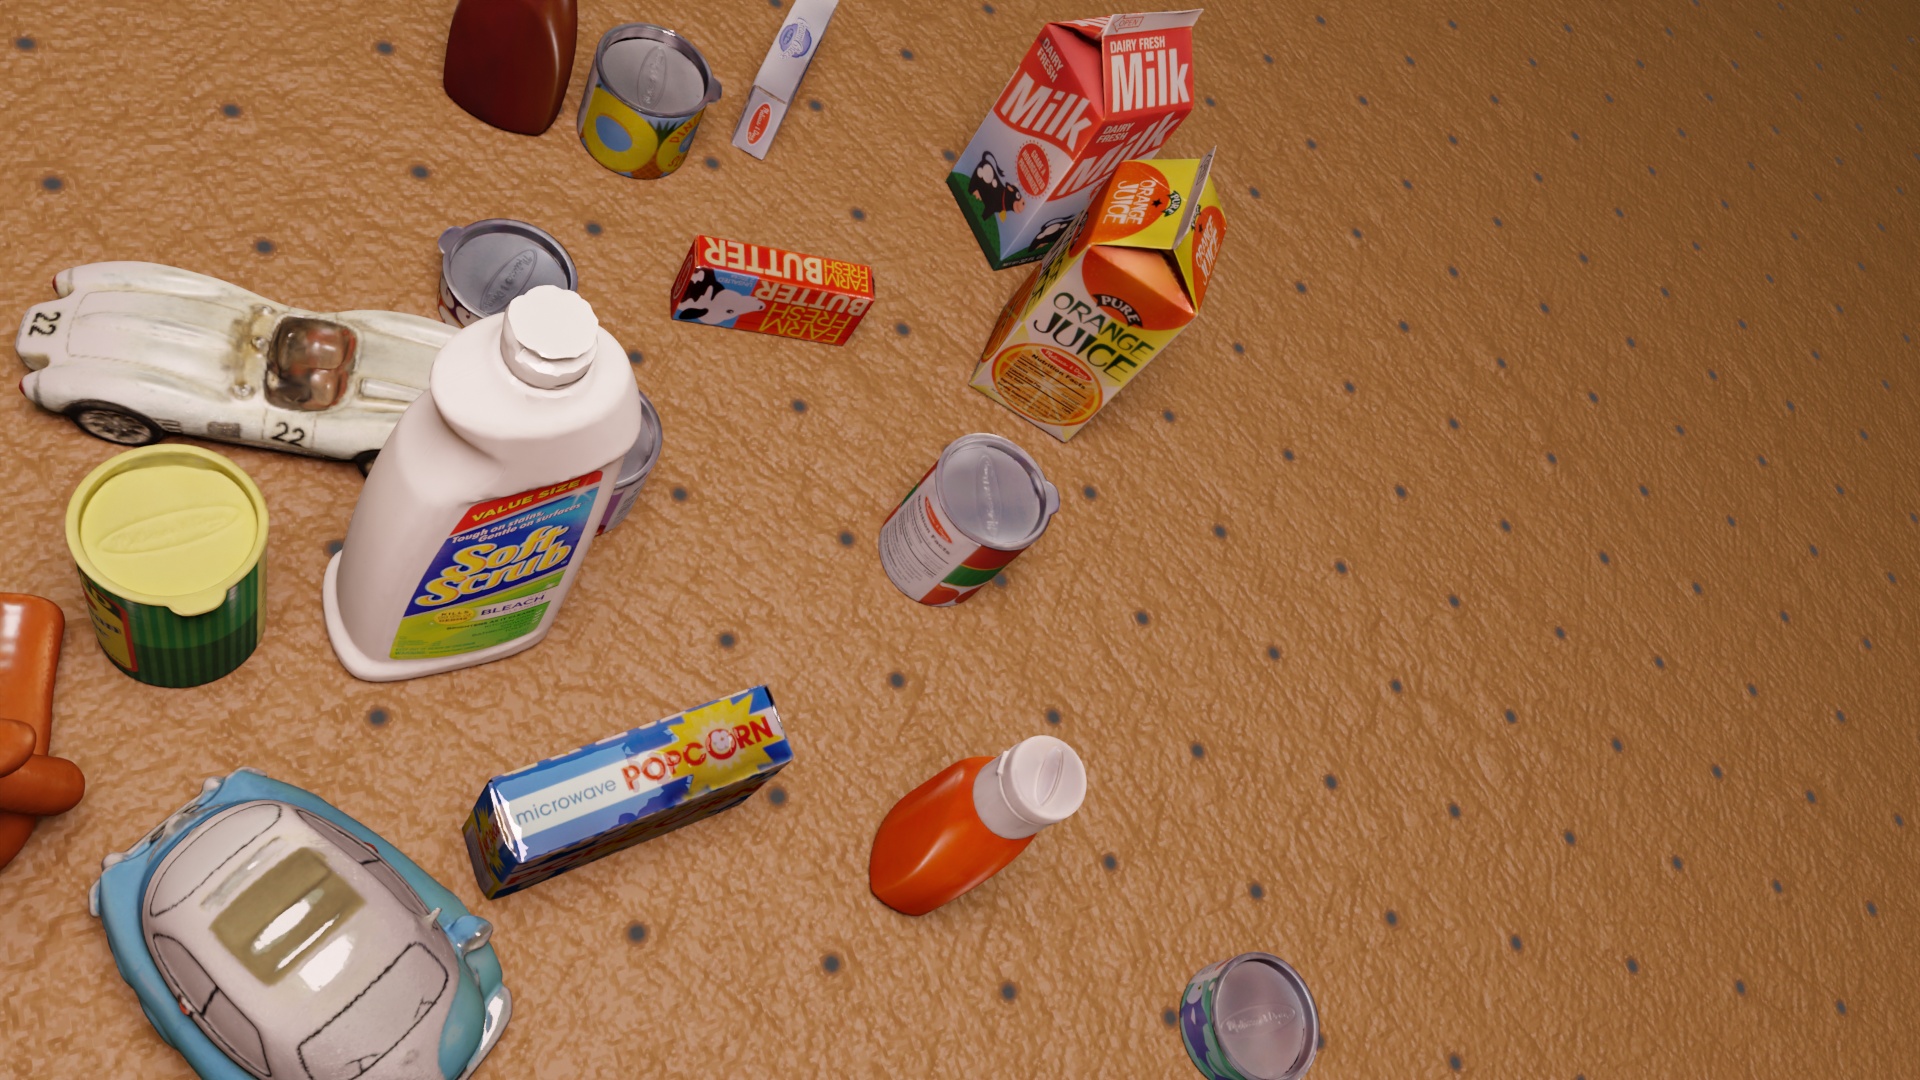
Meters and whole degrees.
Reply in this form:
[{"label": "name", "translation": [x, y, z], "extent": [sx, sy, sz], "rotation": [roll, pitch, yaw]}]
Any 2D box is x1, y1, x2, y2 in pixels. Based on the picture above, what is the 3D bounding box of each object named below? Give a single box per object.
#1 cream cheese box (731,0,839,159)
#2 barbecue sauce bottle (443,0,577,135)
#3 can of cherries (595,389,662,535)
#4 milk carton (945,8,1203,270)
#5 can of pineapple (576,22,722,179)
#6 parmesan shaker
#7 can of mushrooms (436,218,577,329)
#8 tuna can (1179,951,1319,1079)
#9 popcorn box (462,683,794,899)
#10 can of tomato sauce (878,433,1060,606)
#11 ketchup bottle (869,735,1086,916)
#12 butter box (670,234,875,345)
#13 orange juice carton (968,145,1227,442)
[{"label": "cream cheese box", "translation": [-0.108, -0.287, 0.848], "extent": [0.024, 0.053, 0.104], "rotation": [26, 57, -13]}, {"label": "barbecue sauce bottle", "translation": [-0.229, -0.279, 0.724], "extent": [0.065, 0.148, 0.044], "rotation": [23, 57, -15]}, {"label": "can of cherries", "translation": [-0.188, -0.043, 0.680], "extent": [0.071, 0.058, 0.072], "rotation": [12, 61, -22]}, {"label": "milk carton", "translation": [0.071, -0.250, 0.835], "extent": [0.072, 0.189, 0.073], "rotation": [-19, 75, -33]}, {"label": "can of pineapple", "translation": [-0.178, -0.248, 0.790], "extent": [0.071, 0.057, 0.071], "rotation": [12, 61, -22]}, {"label": "parmesan shaker", "translation": [-0.315, 0.016, 0.559], "extent": [0.071, 0.102, 0.071], "rotation": [12, 61, -22]}, {"label": "can of mushrooms", "translation": [-0.236, -0.131, 0.716], "extent": [0.071, 0.033, 0.071], "rotation": [12, 61, -22]}, {"label": "tuna can", "translation": [0.150, 0.251, 0.717], "extent": [0.071, 0.032, 0.071], "rotation": [12, 61, -22]}, {"label": "popcorn box", "translation": [-0.146, 0.110, 0.607], "extent": [0.127, 0.085, 0.038], "rotation": [-17, 75, -32]}, {"label": "can of tomato sauce", "translation": [0.003, -0.009, 0.745], "extent": [0.071, 0.082, 0.071], "rotation": [12, 61, -22]}, {"label": "ketchup bottle", "translation": [0.006, 0.128, 0.637], "extent": [0.043, 0.148, 0.065], "rotation": [29, 56, -11]}, {"label": "butter box", "translation": [-0.104, -0.138, 0.774], "extent": [0.103, 0.053, 0.024], "rotation": [6, 63, -24]}, {"label": "orange juice carton", "translation": [0.084, -0.141, 0.786], "extent": [0.073, 0.191, 0.072], "rotation": [30, 56, -11]}]
